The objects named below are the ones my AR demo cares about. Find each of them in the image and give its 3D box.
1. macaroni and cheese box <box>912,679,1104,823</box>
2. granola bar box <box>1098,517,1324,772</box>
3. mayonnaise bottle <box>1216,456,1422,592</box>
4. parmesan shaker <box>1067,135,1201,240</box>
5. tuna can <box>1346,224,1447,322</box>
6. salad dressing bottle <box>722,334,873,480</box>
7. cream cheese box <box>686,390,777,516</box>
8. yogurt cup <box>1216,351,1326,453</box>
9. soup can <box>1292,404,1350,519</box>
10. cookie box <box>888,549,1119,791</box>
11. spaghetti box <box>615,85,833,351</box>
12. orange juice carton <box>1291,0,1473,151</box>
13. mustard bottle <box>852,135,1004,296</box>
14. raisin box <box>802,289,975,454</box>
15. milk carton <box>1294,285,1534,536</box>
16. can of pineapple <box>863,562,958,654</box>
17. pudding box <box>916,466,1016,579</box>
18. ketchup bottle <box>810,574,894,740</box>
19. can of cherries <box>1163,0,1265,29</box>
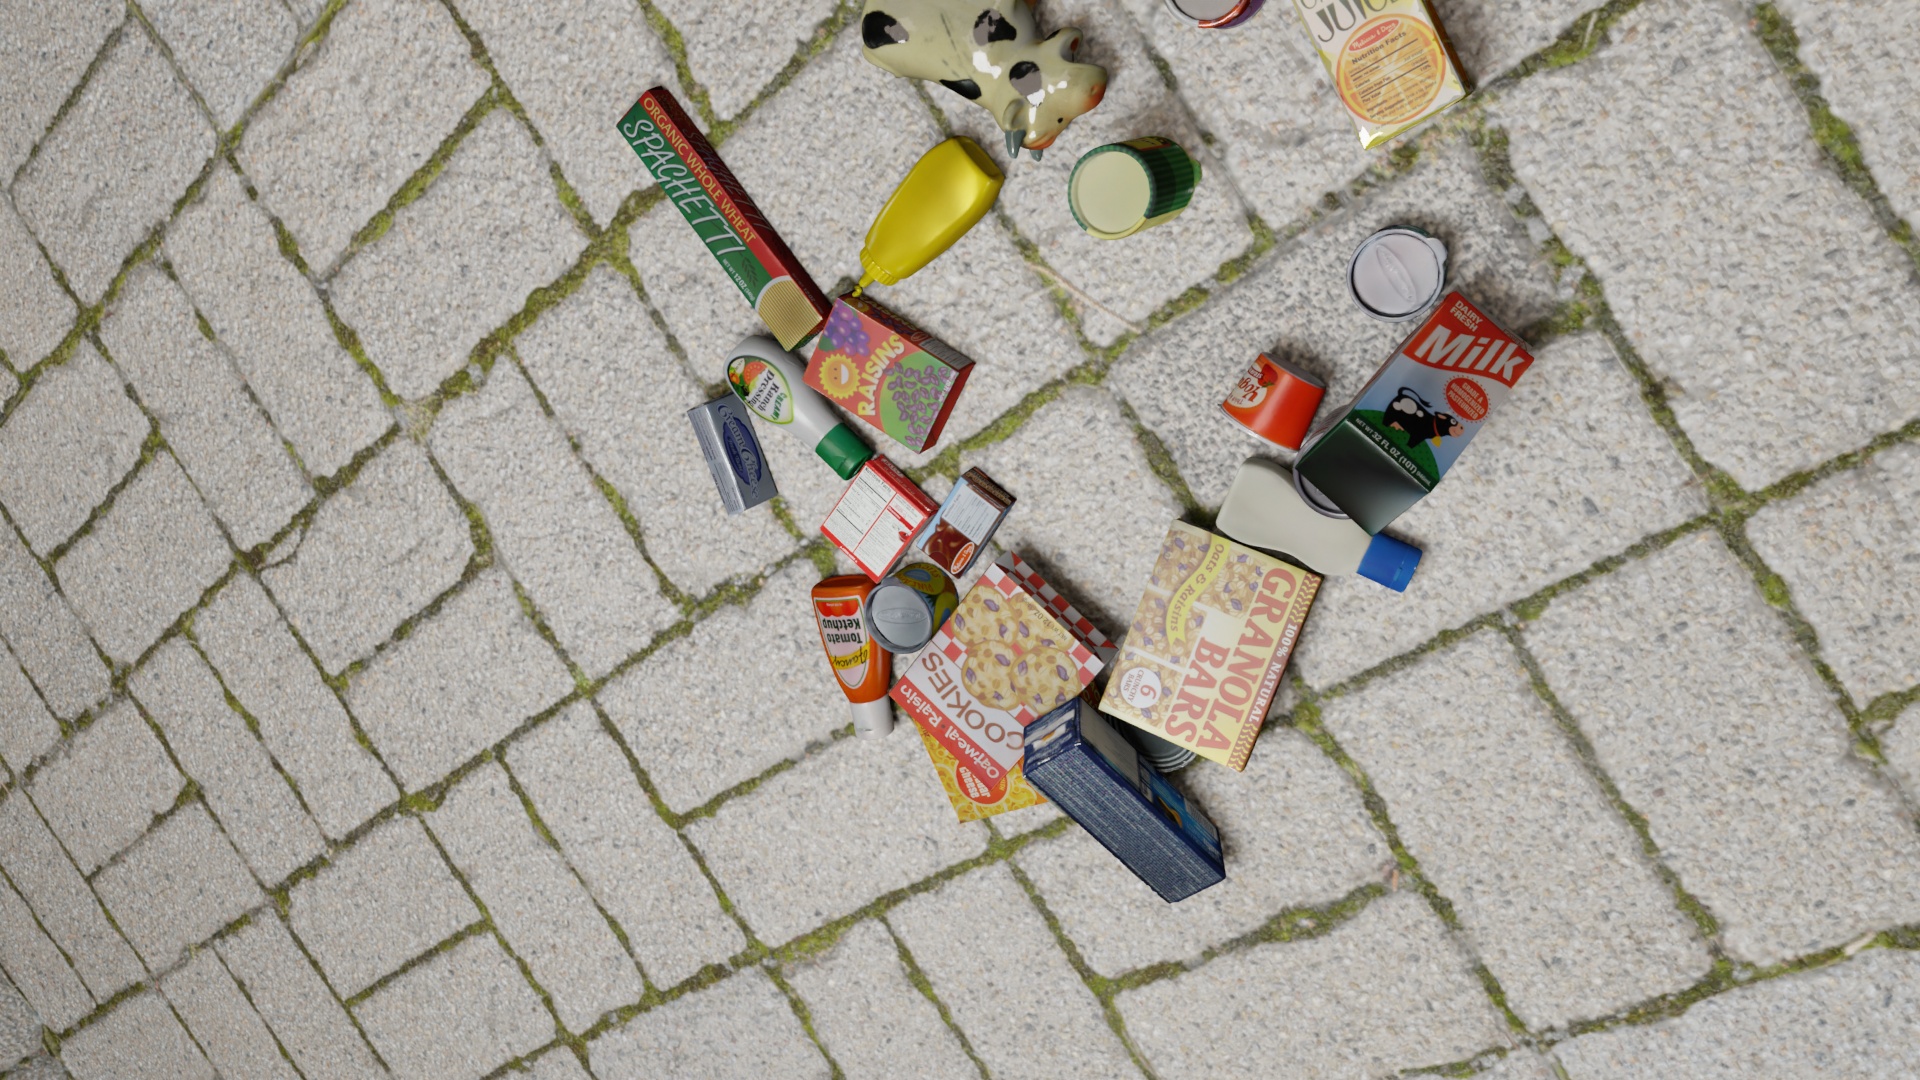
[{"bbox_3d":[0.050,0.169,1.217,0.166,0.040,0.123,-20,97,29],"label":"macaroni and cheese box"},{"bbox_3d":[0.197,0.080,1.096,0.124,0.039,0.165,23,99,16],"label":"granola bar box"},{"bbox_3d":[0.273,-0.007,1.055,0.148,0.041,0.064,26,115,14],"label":"mayonnaise bottle"},{"bbox_3d":[0.127,-0.256,1.001,0.071,0.103,0.071,8,110,22],"label":"parmesan shaker"},{"bbox_3d":[0.310,-0.190,0.980,0.071,0.033,0.070,8,111,22],"label":"tuna can"},{"bbox_3d":[-0.140,-0.114,1.206,0.148,0.044,0.064,43,125,6],"label":"salad dressing bottle"},{"bbox_3d":[-0.204,-0.078,1.243,0.024,0.053,0.103,-15,100,30],"label":"cream cheese box"},{"bbox_3d":[0.234,-0.104,1.028,0.072,0.072,0.053,32,110,12],"label":"yogurt cup"},{"bbox_3d":[0.284,-0.057,1.008,0.071,0.084,0.071,8,111,22],"label":"soup can"},{"bbox_3d":[0.032,0.111,1.160,0.123,0.040,0.166,43,119,9],"label":"cookie box"},{"bbox_3d":[-0.201,-0.275,1.189,0.050,0.029,0.250,-37,90,29],"label":"spaghetti box"},{"bbox_3d":[0.263,-0.363,0.920,0.073,0.072,0.192,-25,96,29],"label":"orange juice carton"},{"bbox_3d":[-0.037,-0.251,1.110,0.159,0.049,0.065,-40,88,30],"label":"mustard bottle"},{"bbox_3d":[-0.061,-0.142,1.164,0.123,0.040,0.085,32,119,10],"label":"raisin box"},{"bbox_3d":[0.316,-0.098,0.935,0.072,0.191,0.073,42,153,5],"label":"milk carton"},{"bbox_3d":[-0.042,0.057,1.212,0.071,0.058,0.070,8,110,22],"label":"can of pineapple"},{"bbox_3d":[0.004,-0.015,1.182,0.050,0.030,0.083,37,119,8],"label":"pudding box"},{"bbox_3d":[-0.091,0.106,1.260,0.064,0.044,0.148,-3,106,28],"label":"ketchup bottle"},{"bbox_3d":[0.178,-0.390,0.958,0.071,0.058,0.071,8,111,23],"label":"can of cherries"}]
